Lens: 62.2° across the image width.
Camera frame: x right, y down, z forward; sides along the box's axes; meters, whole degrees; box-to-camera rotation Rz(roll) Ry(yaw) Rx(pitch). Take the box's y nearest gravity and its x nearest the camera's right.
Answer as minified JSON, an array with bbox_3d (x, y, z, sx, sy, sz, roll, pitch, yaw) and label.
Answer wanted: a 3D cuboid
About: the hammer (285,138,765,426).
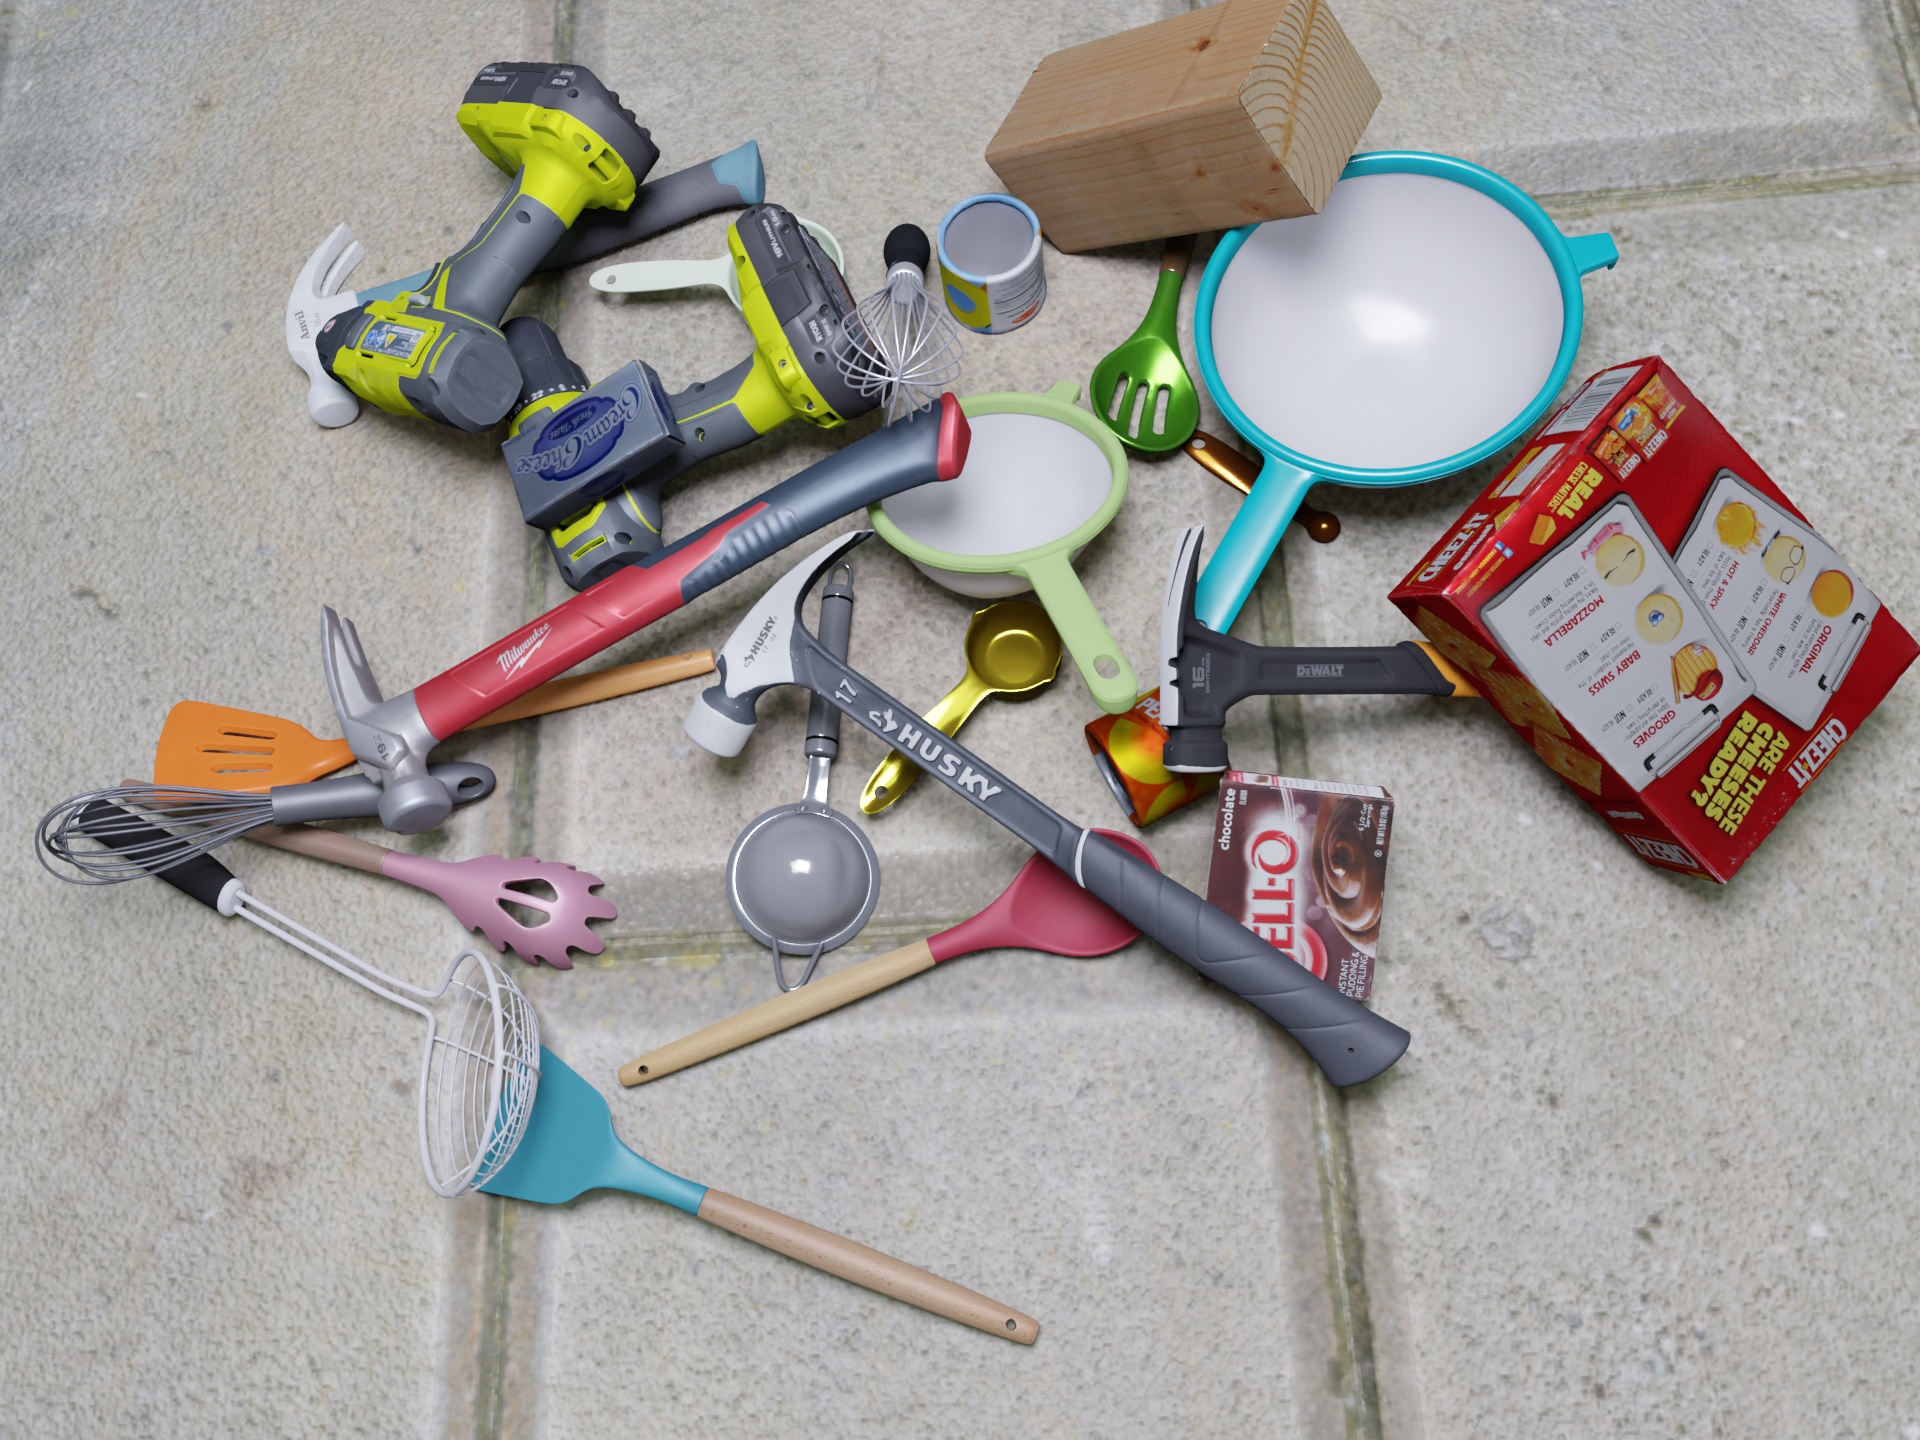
[{"bbox_3d":[-0.282,-0.305,1.044,0.331,0.033,0.128,-21,71,-2],"label":"hammer"}]

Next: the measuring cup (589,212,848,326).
[{"bbox_3d":[-0.153,-0.278,1.021,0.167,0.038,0.083,0,73,9],"label":"measuring cup"}]

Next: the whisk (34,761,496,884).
[{"bbox_3d":[-0.383,0.051,0.892,0.239,0.055,0.055,-8,69,-21],"label":"whisk"}]

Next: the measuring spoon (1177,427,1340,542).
[{"bbox_3d":[0.178,-0.144,0.954,0.117,0.011,0.021,37,78,16],"label":"measuring spoon"}]

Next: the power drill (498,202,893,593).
[{"bbox_3d":[-0.173,-0.205,0.956,0.228,0.080,0.191,-29,71,13],"label":"power drill"}]

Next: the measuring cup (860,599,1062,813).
[{"bbox_3d":[-0.001,-0.003,0.916,0.062,0.029,0.156,40,81,17],"label":"measuring cup"}]

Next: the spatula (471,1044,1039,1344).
[{"bbox_3d":[-0.109,0.261,0.837,0.317,0.044,0.082,20,73,7],"label":"spatula"}]

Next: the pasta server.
[{"bbox_3d":[-0.351,0.078,0.922,0.316,0.040,0.060,13,73,14],"label":"pasta server"}]

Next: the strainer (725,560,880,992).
[{"bbox_3d":[-0.082,0.023,0.908,0.087,0.050,0.259,8,68,-8],"label":"strainer"}]

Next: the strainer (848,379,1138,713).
[{"bbox_3d":[0.041,-0.083,0.892,0.151,0.069,0.257,-19,51,-9],"label":"strainer"}]

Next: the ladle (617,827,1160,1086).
[{"bbox_3d":[-0.039,0.137,0.870,0.315,0.031,0.069,-22,86,0],"label":"ladle"}]

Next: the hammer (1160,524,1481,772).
[{"bbox_3d":[0.270,-0.036,0.848,0.336,0.034,0.127,0,91,-11],"label":"hammer"}]

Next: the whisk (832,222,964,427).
[{"bbox_3d":[-0.032,-0.243,0.914,0.070,0.070,0.285,-6,31,3],"label":"whisk"}]

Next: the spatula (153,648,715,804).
[{"bbox_3d":[-0.305,-0.006,0.937,0.322,0.041,0.081,-13,48,-1],"label":"spatula"}]

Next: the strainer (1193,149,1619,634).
[{"bbox_3d":[0.213,-0.162,0.919,0.211,0.095,0.340,28,82,19],"label":"strainer"}]

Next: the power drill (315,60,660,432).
[{"bbox_3d":[-0.297,-0.287,0.970,0.171,0.080,0.223,20,76,36],"label":"power drill"}]

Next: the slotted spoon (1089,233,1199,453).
[{"bbox_3d":[0.141,-0.299,1.004,0.070,0.031,0.314,18,70,-6],"label":"slotted spoon"}]

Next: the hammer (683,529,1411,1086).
[{"bbox_3d":[0.052,0.056,0.828,0.409,0.036,0.149,34,106,9],"label":"hammer"}]

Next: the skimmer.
[{"bbox_3d":[-0.375,0.130,0.871,0.363,0.090,0.127,25,106,16],"label":"skimmer"}]

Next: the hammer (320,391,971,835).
[{"bbox_3d":[-0.174,-0.088,0.886,0.386,0.038,0.143,-29,70,3],"label":"hammer"}]
